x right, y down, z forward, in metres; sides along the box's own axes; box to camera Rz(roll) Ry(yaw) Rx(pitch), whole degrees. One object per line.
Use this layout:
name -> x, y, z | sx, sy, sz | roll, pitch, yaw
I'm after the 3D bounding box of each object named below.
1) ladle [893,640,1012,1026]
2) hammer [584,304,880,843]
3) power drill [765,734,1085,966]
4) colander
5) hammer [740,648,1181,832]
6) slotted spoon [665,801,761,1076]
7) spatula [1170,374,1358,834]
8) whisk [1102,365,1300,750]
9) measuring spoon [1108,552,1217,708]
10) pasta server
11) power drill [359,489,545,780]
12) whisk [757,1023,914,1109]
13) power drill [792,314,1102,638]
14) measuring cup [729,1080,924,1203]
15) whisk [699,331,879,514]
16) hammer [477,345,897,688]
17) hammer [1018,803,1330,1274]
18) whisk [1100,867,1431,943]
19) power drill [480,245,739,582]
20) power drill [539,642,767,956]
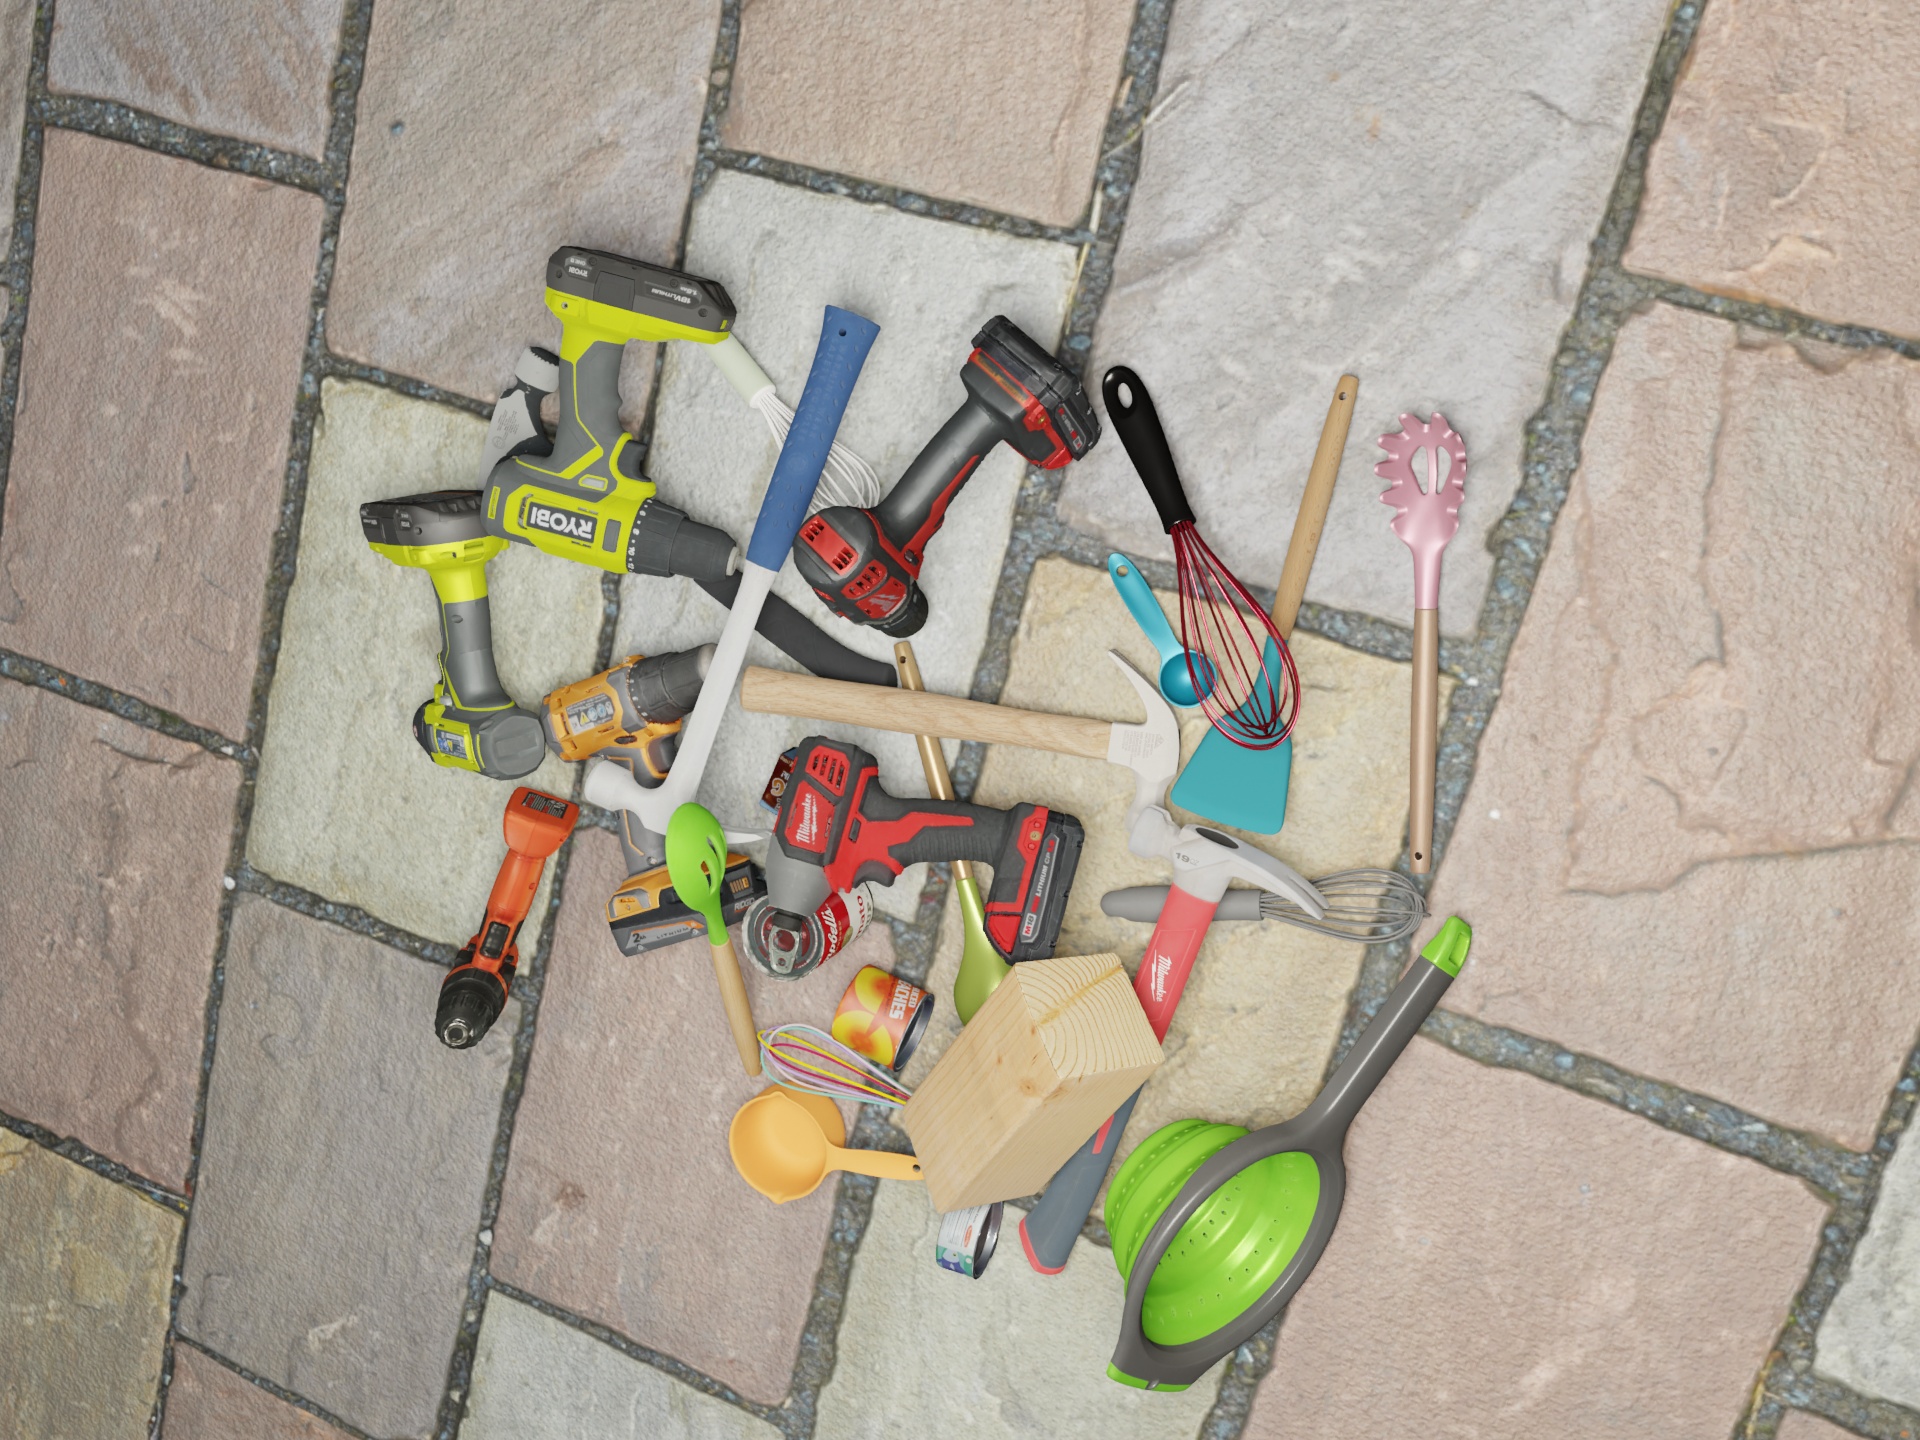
ladle -> 0.000, 0.094, 1.217 | 0.078, 0.062, 0.320 | -17, 86, 18
hammer -> -0.143, -0.101, 1.163 | 0.144, 0.035, 0.405 | 23, 97, 9
power drill -> -0.031, 0.105, 1.151 | 0.219, 0.078, 0.143 | 16, 81, 3
colander -> 0.218, 0.288, 1.136 | 0.397, 0.204, 0.095 | -55, 44, 3
hammer -> -0.002, -0.004, 1.177 | 0.331, 0.031, 0.130 | 9, 96, 9
slotted spoon -> -0.178, 0.179, 1.208 | 0.031, 0.070, 0.313 | 8, 136, 12
spatula -> 0.226, -0.081, 1.102 | 0.082, 0.044, 0.317 | 18, 103, 22
whisk -> 0.158, -0.116, 1.093 | 0.073, 0.073, 0.296 | -26, 74, 21
measuring spoon -> 0.143, -0.066, 1.152 | 0.042, 0.021, 0.129 | -31, 78, 10
pasta server -> 0.313, -0.048, 1.080 | 0.060, 0.040, 0.316 | 4, 101, 31
power drill -> -0.414, -0.070, 1.288 | 0.171, 0.080, 0.223 | 9, 111, 47
whisk -> -0.052, 0.299, 1.256 | 0.245, 0.047, 0.051 | 22, 66, 10
power drill -> -0.008, -0.154, 1.124 | 0.226, 0.187, 0.080 | -46, 71, 2
measuring cup -> -0.097, 0.340, 1.278 | 0.173, 0.052, 0.095 | 4, 100, 17
whisk -> -0.145, -0.240, 1.210 | 0.058, 0.059, 0.246 | -36, 80, -17
hammer -> -0.217, -0.125, 1.256 | 0.409, 0.036, 0.149 | 36, 109, 11
hammer -> 0.136, 0.258, 1.165 | 0.143, 0.038, 0.386 | 25, 112, 18
whisk -> 0.214, 0.133, 1.140 | 0.239, 0.055, 0.055 | -2, 98, 23
power drill -> -0.242, -0.220, 1.183 | 0.190, 0.080, 0.228 | 15, 106, 0
power drill -> -0.226, 0.057, 1.256 | 0.185, 0.084, 0.226 | -19, 88, 30
